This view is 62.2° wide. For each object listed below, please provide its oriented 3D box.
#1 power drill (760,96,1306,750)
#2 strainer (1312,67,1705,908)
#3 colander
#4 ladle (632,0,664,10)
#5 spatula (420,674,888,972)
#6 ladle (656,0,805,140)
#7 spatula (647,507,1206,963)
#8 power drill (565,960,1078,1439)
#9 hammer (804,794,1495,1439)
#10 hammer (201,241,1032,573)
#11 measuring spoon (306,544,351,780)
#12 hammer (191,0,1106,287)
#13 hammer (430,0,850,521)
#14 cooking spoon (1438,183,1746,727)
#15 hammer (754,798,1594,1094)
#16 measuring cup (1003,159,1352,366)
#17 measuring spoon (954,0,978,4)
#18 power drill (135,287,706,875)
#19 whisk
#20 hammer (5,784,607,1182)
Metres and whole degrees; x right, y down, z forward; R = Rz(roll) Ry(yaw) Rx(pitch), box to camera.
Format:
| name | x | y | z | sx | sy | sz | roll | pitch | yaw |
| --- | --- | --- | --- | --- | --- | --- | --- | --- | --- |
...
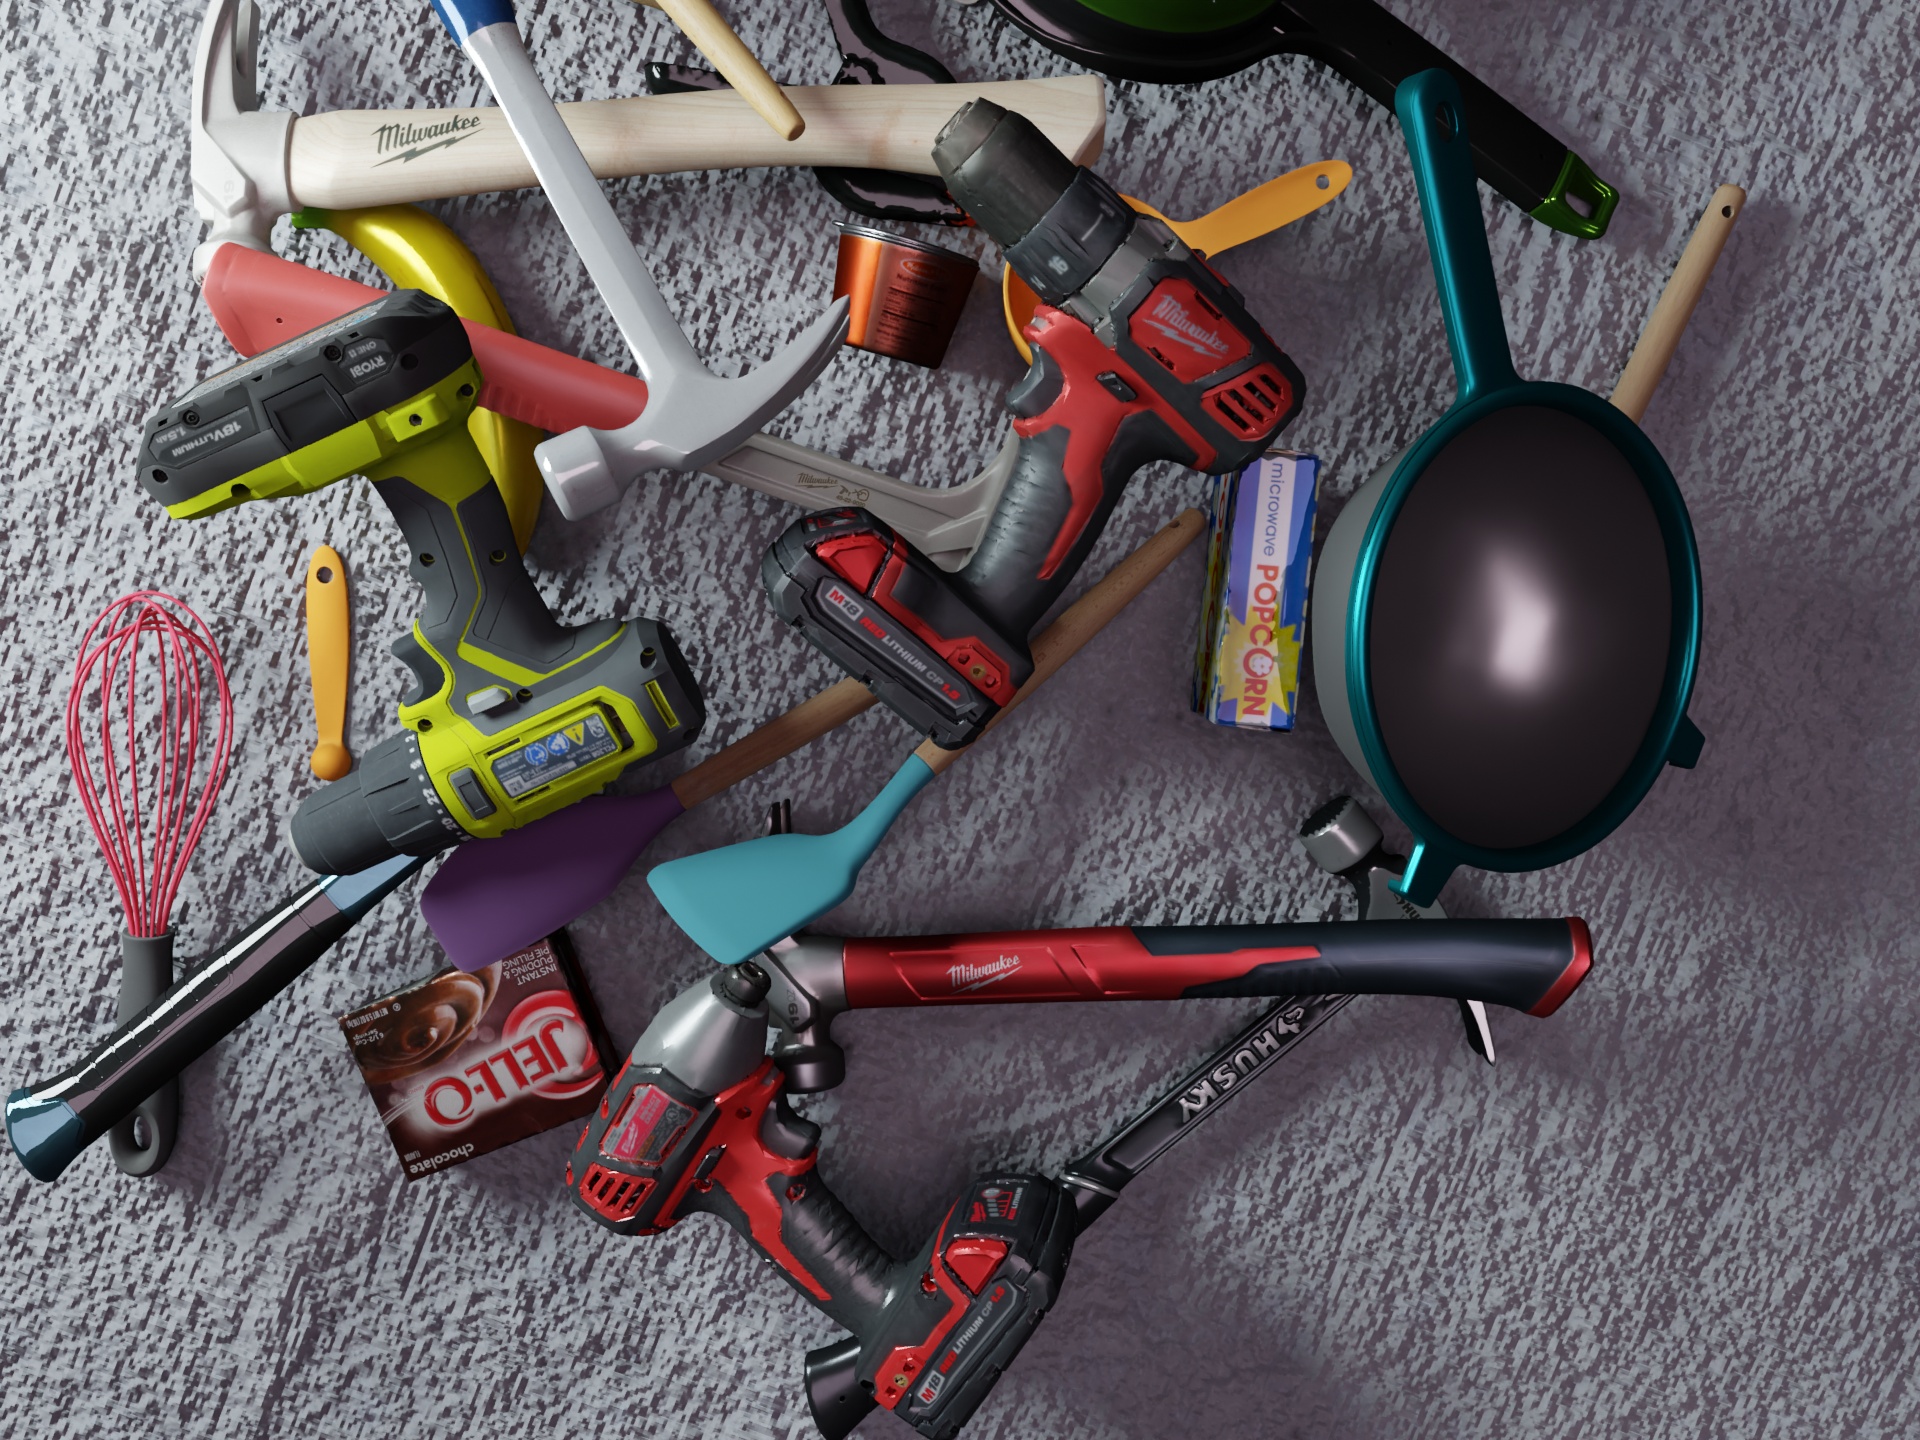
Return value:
| name | x | y | z | sx | sy | sz | roll | pitch | yaw |
| --- | --- | --- | --- | --- | --- | --- | --- | --- | --- |
| power drill | 0.012 | -0.122 | 0.669 | 0.187 | 0.080 | 0.226 | 40 | 97 | -17 |
| strainer | 0.212 | -0.102 | 0.705 | 0.211 | 0.095 | 0.340 | -21 | 104 | -25 |
| colander | 0.157 | -0.349 | 0.700 | 0.397 | 0.094 | 0.204 | 31 | 71 | -11 |
| ladle | -0.275 | -0.390 | 0.735 | 0.320 | 0.062 | 0.078 | 17 | 78 | -5 |
| spatula | -0.111 | 0.021 | 0.748 | 0.316 | 0.018 | 0.060 | -29 | 95 | -1 |
| ladle | -0.170 | -0.371 | 0.704 | 0.031 | 0.069 | 0.315 | -44 | 81 | 24 |
| spatula | -0.001 | -0.002 | 0.744 | 0.317 | 0.082 | 0.044 | -42 | 133 | -11 |
| power drill | -0.062 | 0.214 | 0.735 | 0.219 | 0.078 | 0.143 | 33 | 106 | 3 |
| hammer | 0.084 | 0.222 | 0.795 | 0.409 | 0.036 | 0.149 | -40 | 95 | 3 |
| hammer | -0.147 | -0.145 | 0.712 | 0.359 | 0.037 | 0.149 | 18 | 116 | -12 |
| measuring spoon | -0.312 | -0.028 | 0.781 | 0.021 | 0.011 | 0.117 | 0 | 94 | -1 |
| hammer | -0.141 | -0.273 | 0.719 | 0.410 | 0.038 | 0.146 | -2 | 83 | 2 |
| hammer | -0.191 | -0.285 | 0.681 | 0.144 | 0.035 | 0.406 | -27 | 79 | -11 |
| cooking spoon | 0.306 | -0.113 | 0.780 | 0.068 | 0.017 | 0.319 | 25 | 94 | -3 |
| hammer | 0.091 | 0.099 | 0.749 | 0.386 | 0.038 | 0.143 | -4 | 93 | 11 |
| measuring cup | 0.101 | -0.218 | 0.754 | 0.173 | 0.052 | 0.095 | -25 | 94 | -1 |
| measuring spoon | -0.040 | -0.385 | 0.760 | 0.124 | 0.018 | 0.034 | 38 | 93 | -10 |
| power drill | -0.242 | -0.047 | 0.683 | 0.190 | 0.080 | 0.228 | -25 | 116 | 0 |
| whisk | -0.393 | 0.083 | 0.769 | 0.073 | 0.073 | 0.295 | 7 | 101 | -1 |
| hammer | -0.308 | 0.093 | 0.755 | 0.331 | 0.033 | 0.128 | -40 | 99 | -7 |
